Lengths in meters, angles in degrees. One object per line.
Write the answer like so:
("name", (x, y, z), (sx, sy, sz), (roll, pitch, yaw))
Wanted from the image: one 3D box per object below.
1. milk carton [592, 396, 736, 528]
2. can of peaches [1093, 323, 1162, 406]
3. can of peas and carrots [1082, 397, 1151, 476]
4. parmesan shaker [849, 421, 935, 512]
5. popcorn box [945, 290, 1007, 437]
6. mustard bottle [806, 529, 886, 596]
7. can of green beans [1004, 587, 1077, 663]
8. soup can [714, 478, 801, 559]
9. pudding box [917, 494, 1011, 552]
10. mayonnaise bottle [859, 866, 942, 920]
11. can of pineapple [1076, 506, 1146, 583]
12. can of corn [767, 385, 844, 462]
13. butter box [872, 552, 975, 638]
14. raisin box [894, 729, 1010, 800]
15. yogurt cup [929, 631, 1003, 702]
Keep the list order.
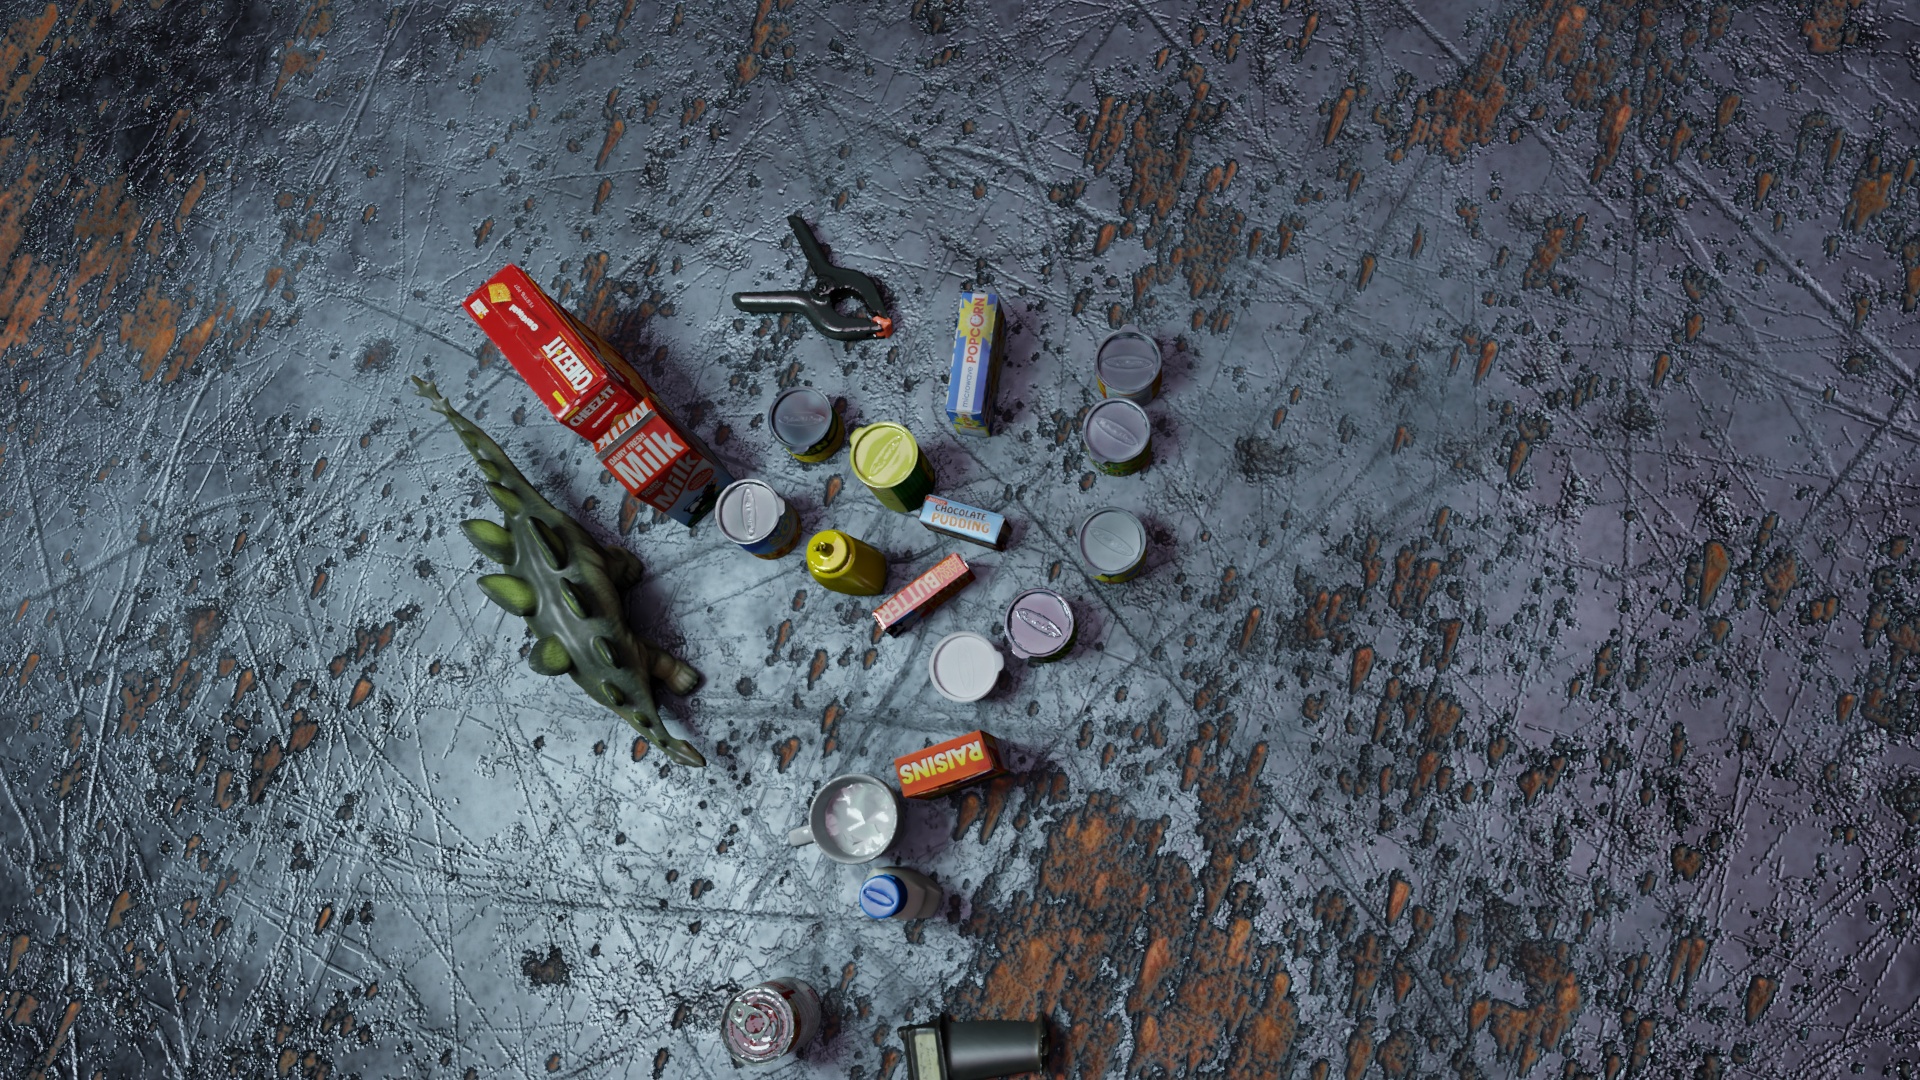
("milk carton", (-0.294, -0.079, 1.365), (0.072, 0.190, 0.073), (-41, 75, -1))
("can of peaches", (0.168, -0.172, 1.381), (0.071, 0.058, 0.071), (-2, 77, 9))
("can of peas and carrots", (0.154, -0.099, 1.366), (0.071, 0.058, 0.071), (-2, 77, 9))
("parmesan shaker", (-0.067, -0.073, 1.373), (0.071, 0.103, 0.071), (-2, 77, 9))
("popcorn box", (0.017, -0.175, 1.392), (0.038, 0.085, 0.127), (6, 79, 11))
("mustard bottle", (-0.114, 0.019, 1.330), (0.065, 0.160, 0.049), (4, 79, 10))
("can of green beans", (0.078, 0.083, 1.337), (0.071, 0.057, 0.071), (-2, 77, 9))
("soup can", (-0.199, -0.020, 1.392), (0.071, 0.083, 0.071), (-2, 77, 9))
("pudding box", (0.005, -0.017, 1.376), (0.084, 0.049, 0.030), (17, 81, 12))
("mayonnaise bottle", (-0.059, 0.321, 1.259), (0.065, 0.148, 0.041), (20, 82, 13))
("can of pineapple", (0.146, 0.006, 1.344), (0.071, 0.058, 0.071), (-2, 77, 9))
("can of corn", (-0.157, -0.115, 1.420), (0.071, 0.058, 0.071), (-2, 77, 9))
("butter box", (-0.035, 0.054, 1.365), (0.103, 0.053, 0.024), (-36, 75, 0))
("raisin box", (-0.006, 0.210, 1.288), (0.086, 0.123, 0.040), (-19, 76, 5))
("yogurt cup", (0.007, 0.125, 1.341), (0.072, 0.054, 0.072), (-2, 77, 9))
